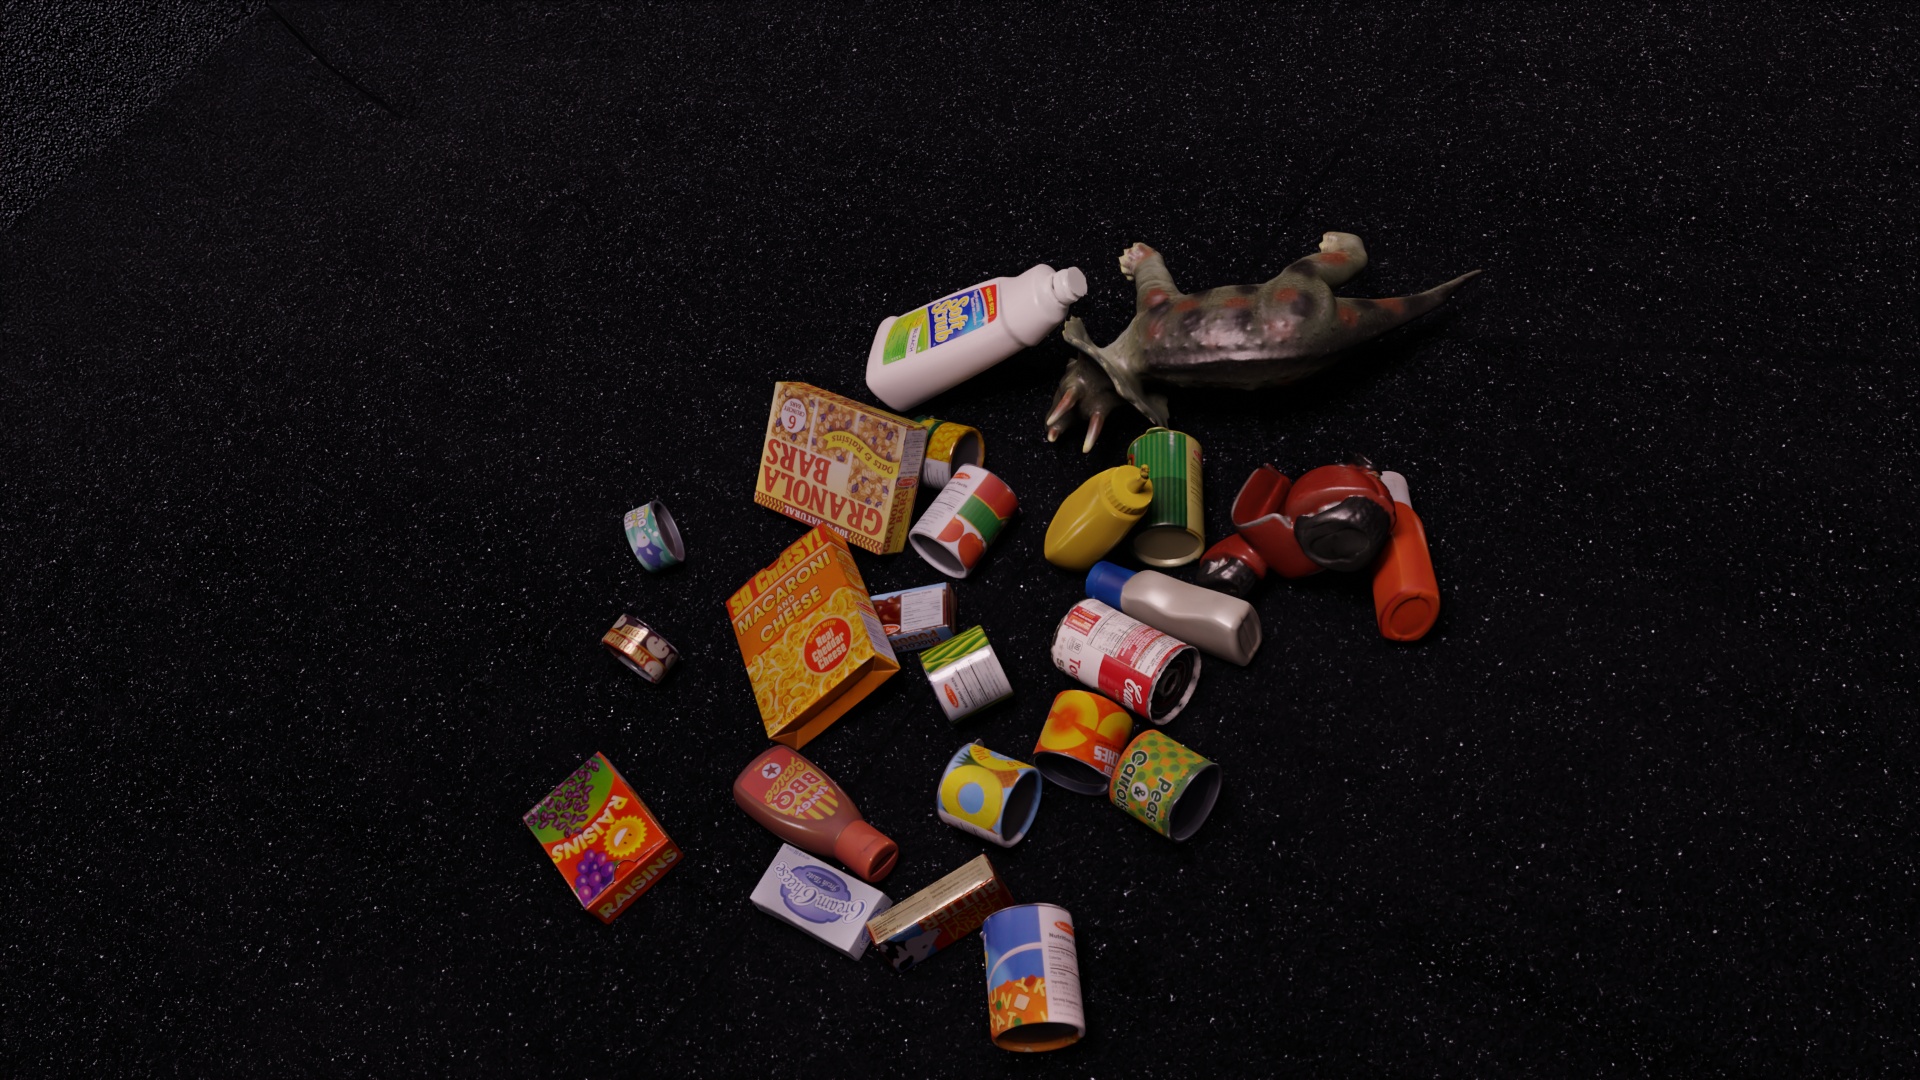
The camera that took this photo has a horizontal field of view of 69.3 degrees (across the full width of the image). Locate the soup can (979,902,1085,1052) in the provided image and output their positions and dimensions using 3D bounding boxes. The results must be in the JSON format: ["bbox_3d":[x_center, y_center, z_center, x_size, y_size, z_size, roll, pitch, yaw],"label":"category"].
[{"bbox_3d":[0.049,0.310,0.981,0.071,0.071,0.084,-13,51,11],"label":"soup can"}]

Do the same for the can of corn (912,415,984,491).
[{"bbox_3d":[-0.017,-0.082,1.312,0.058,0.071,0.071,15,60,29],"label":"can of corn"}]

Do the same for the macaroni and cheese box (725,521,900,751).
[{"bbox_3d":[-0.134,0.081,1.223,0.123,0.040,0.167,-39,48,13],"label":"macaroni and cheese box"}]

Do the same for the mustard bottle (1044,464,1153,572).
[{"bbox_3d":[0.122,-0.025,1.163,0.049,0.159,0.065,24,62,-12],"label":"mustard bottle"}]

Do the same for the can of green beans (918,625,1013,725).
[{"bbox_3d":[0.005,0.111,1.153,0.058,0.071,0.071,-26,49,-1],"label":"can of green beans"}]

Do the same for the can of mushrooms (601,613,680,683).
[{"bbox_3d":[-0.294,0.099,1.272,0.071,0.070,0.033,24,67,34],"label":"can of mushrooms"}]

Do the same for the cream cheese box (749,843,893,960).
[{"bbox_3d":[-0.109,0.283,1.089,0.104,0.024,0.053,18,63,31],"label":"cream cheese box"}]

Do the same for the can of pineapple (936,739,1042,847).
[{"bbox_3d":[0.024,0.196,1.078,0.058,0.070,0.071,17,61,29],"label":"can of pineapple"}]

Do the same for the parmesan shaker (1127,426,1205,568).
[{"bbox_3d":[0.176,-0.037,1.200,0.071,0.071,0.103,-7,52,16],"label":"parmesan shaker"}]

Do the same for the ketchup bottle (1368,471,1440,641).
[{"bbox_3d":[0.348,0.007,1.111,0.043,0.064,0.149,6,45,1],"label":"ketchup bottle"}]

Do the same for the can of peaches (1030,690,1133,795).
[{"bbox_3d":[0.097,0.158,1.081,0.071,0.071,0.058,9,57,26],"label":"can of peaches"}]

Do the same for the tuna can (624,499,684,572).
[{"bbox_3d":[-0.300,-0.005,1.356,0.033,0.070,0.071,-23,49,4],"label":"tuna can"}]

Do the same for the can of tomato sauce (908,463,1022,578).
[{"bbox_3d":[0.004,-0.016,1.254,0.071,0.071,0.083,23,65,33],"label":"can of tomato sauce"}]

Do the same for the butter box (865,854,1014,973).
[{"bbox_3d":[-0.014,0.279,1.037,0.103,0.053,0.024,-30,46,-4],"label":"butter box"}]

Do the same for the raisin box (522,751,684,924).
[{"bbox_3d":[-0.303,0.251,1.178,0.086,0.040,0.123,-40,51,-13],"label":"raisin box"}]

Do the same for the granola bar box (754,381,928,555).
[{"bbox_3d":[-0.114,-0.070,1.313,0.166,0.039,0.124,22,107,33],"label":"granola bar box"}]

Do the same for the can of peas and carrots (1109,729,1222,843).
[{"bbox_3d":[0.152,0.184,1.038,0.059,0.070,0.071,27,67,36],"label":"can of peas and carrots"}]

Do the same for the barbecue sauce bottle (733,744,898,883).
[{"bbox_3d":[-0.114,0.224,1.123,0.149,0.043,0.065,27,52,34],"label":"barbecue sauce bottle"}]

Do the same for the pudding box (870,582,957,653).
[{"bbox_3d":[-0.046,0.070,1.228,0.083,0.030,0.050,-12,52,12],"label":"pudding box"}]

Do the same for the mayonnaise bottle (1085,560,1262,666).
[{"bbox_3d":[0.172,0.055,1.139,0.148,0.064,0.041,21,64,36],"label":"mayonnaise bottle"}]
